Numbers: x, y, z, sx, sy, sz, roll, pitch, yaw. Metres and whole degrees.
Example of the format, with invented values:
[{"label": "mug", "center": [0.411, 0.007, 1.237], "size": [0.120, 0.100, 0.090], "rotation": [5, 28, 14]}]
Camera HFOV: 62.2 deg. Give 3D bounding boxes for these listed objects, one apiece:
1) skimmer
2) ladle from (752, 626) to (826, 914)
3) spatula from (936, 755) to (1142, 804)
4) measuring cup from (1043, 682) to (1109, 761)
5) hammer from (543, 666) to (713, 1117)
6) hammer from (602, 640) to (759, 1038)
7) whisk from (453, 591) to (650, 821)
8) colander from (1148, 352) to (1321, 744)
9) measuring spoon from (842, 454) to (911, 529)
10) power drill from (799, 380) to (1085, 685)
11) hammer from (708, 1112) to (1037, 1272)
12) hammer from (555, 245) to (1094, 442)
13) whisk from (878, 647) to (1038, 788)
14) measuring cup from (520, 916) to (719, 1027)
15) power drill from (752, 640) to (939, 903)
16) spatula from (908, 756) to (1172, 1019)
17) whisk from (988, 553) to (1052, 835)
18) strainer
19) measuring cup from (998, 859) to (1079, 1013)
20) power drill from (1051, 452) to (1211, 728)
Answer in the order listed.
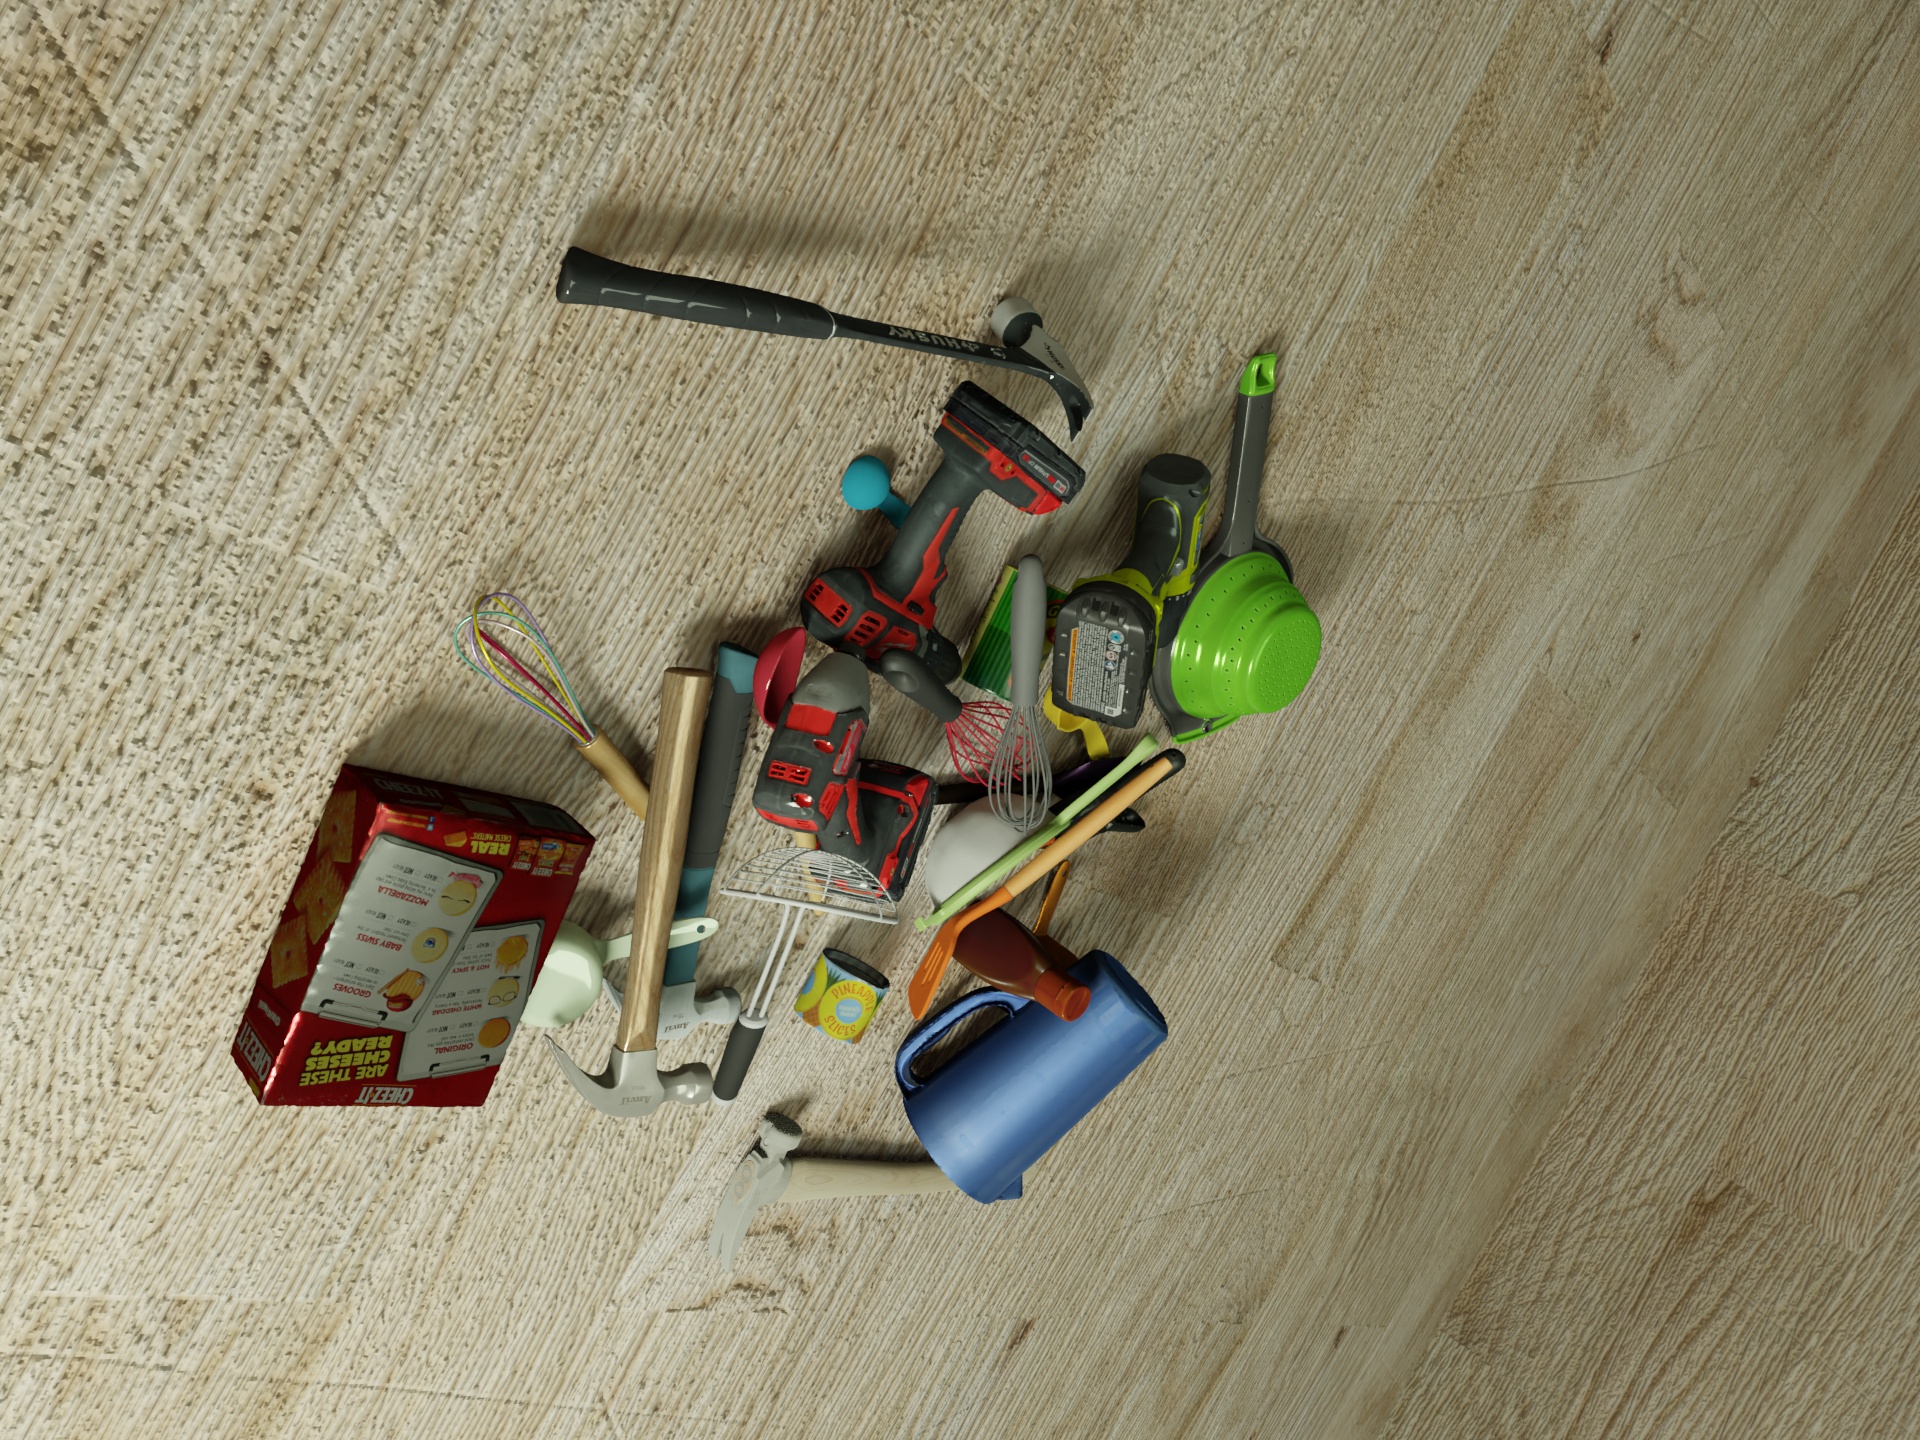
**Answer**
[{"label": "skimmer", "center": [-0.147, 0.217, 1.211], "size": [0.127, 0.090, 0.363], "rotation": [12, 133, -14]}, {"label": "ladle", "center": [-0.127, 0.050, 1.241], "size": [0.315, 0.031, 0.069], "rotation": [86, 26, -44]}, {"label": "spatula", "center": [0.055, 0.062, 1.459], "size": [0.315, 0.018, 0.059], "rotation": [-3, 135, -43]}, {"label": "measuring cup", "center": [0.113, 0.003, 1.486], "size": [0.062, 0.029, 0.156], "rotation": [-45, 149, -11]}, {"label": "hammer", "center": [-0.221, 0.125, 1.143], "size": [0.130, 0.031, 0.331], "rotation": [3, 99, -40]}, {"label": "hammer", "center": [-0.197, 0.097, 1.220], "size": [0.128, 0.033, 0.331], "rotation": [-4, 115, -45]}, {"label": "whisk", "center": [-0.268, 0.001, 1.088], "size": [0.051, 0.047, 0.244], "rotation": [-35, 139, -5]}, {"label": "colander", "center": [0.288, -0.145, 1.514], "size": [0.204, 0.095, 0.396], "rotation": [-20, 126, -36]}, {"label": "measuring spoon", "center": [-0.044, -0.160, 1.230], "size": [0.042, 0.021, 0.128], "rotation": [-57, 139, -3]}, {"label": "power drill", "center": [-0.006, -0.128, 1.233], "size": [0.226, 0.080, 0.187], "rotation": [-53, 148, 6]}, {"label": "hammer", "center": [-0.067, 0.454, 1.554], "size": [0.410, 0.038, 0.146], "rotation": [16, 102, -48]}, {"label": "hammer", "center": [-0.079, -0.263, 1.075], "size": [0.408, 0.149, 0.036], "rotation": [0, 135, -37]}, {"label": "whisk", "center": [-0.002, -0.004, 1.291], "size": [0.073, 0.073, 0.295], "rotation": [-57, 154, -4]}, {"label": "measuring cup", "center": [-0.255, 0.176, 1.165], "size": [0.167, 0.038, 0.083], "rotation": [-13, 110, -18]}, {"label": "power drill", "center": [-0.085, 0.043, 1.202], "size": [0.219, 0.078, 0.143], "rotation": [67, 38, -62]}, {"label": "spatula", "center": [0.068, 0.145, 1.434], "size": [0.322, 0.081, 0.041], "rotation": [-39, 104, 1]}, {"label": "whisk", "center": [0.052, -0.018, 1.270], "size": [0.055, 0.055, 0.238], "rotation": [-16, 118, -38]}, {"label": "strainer", "center": [0.056, 0.076, 1.375], "size": [0.256, 0.069, 0.151], "rotation": [-41, 174, 18]}, {"label": "measuring cup", "center": [0.094, 0.224, 1.565], "size": [0.095, 0.052, 0.173], "rotation": [-1, 115, -44]}, {"label": "power drill", "center": [0.153, -0.097, 1.374], "size": [0.229, 0.080, 0.190], "rotation": [-57, 157, -45]}]
